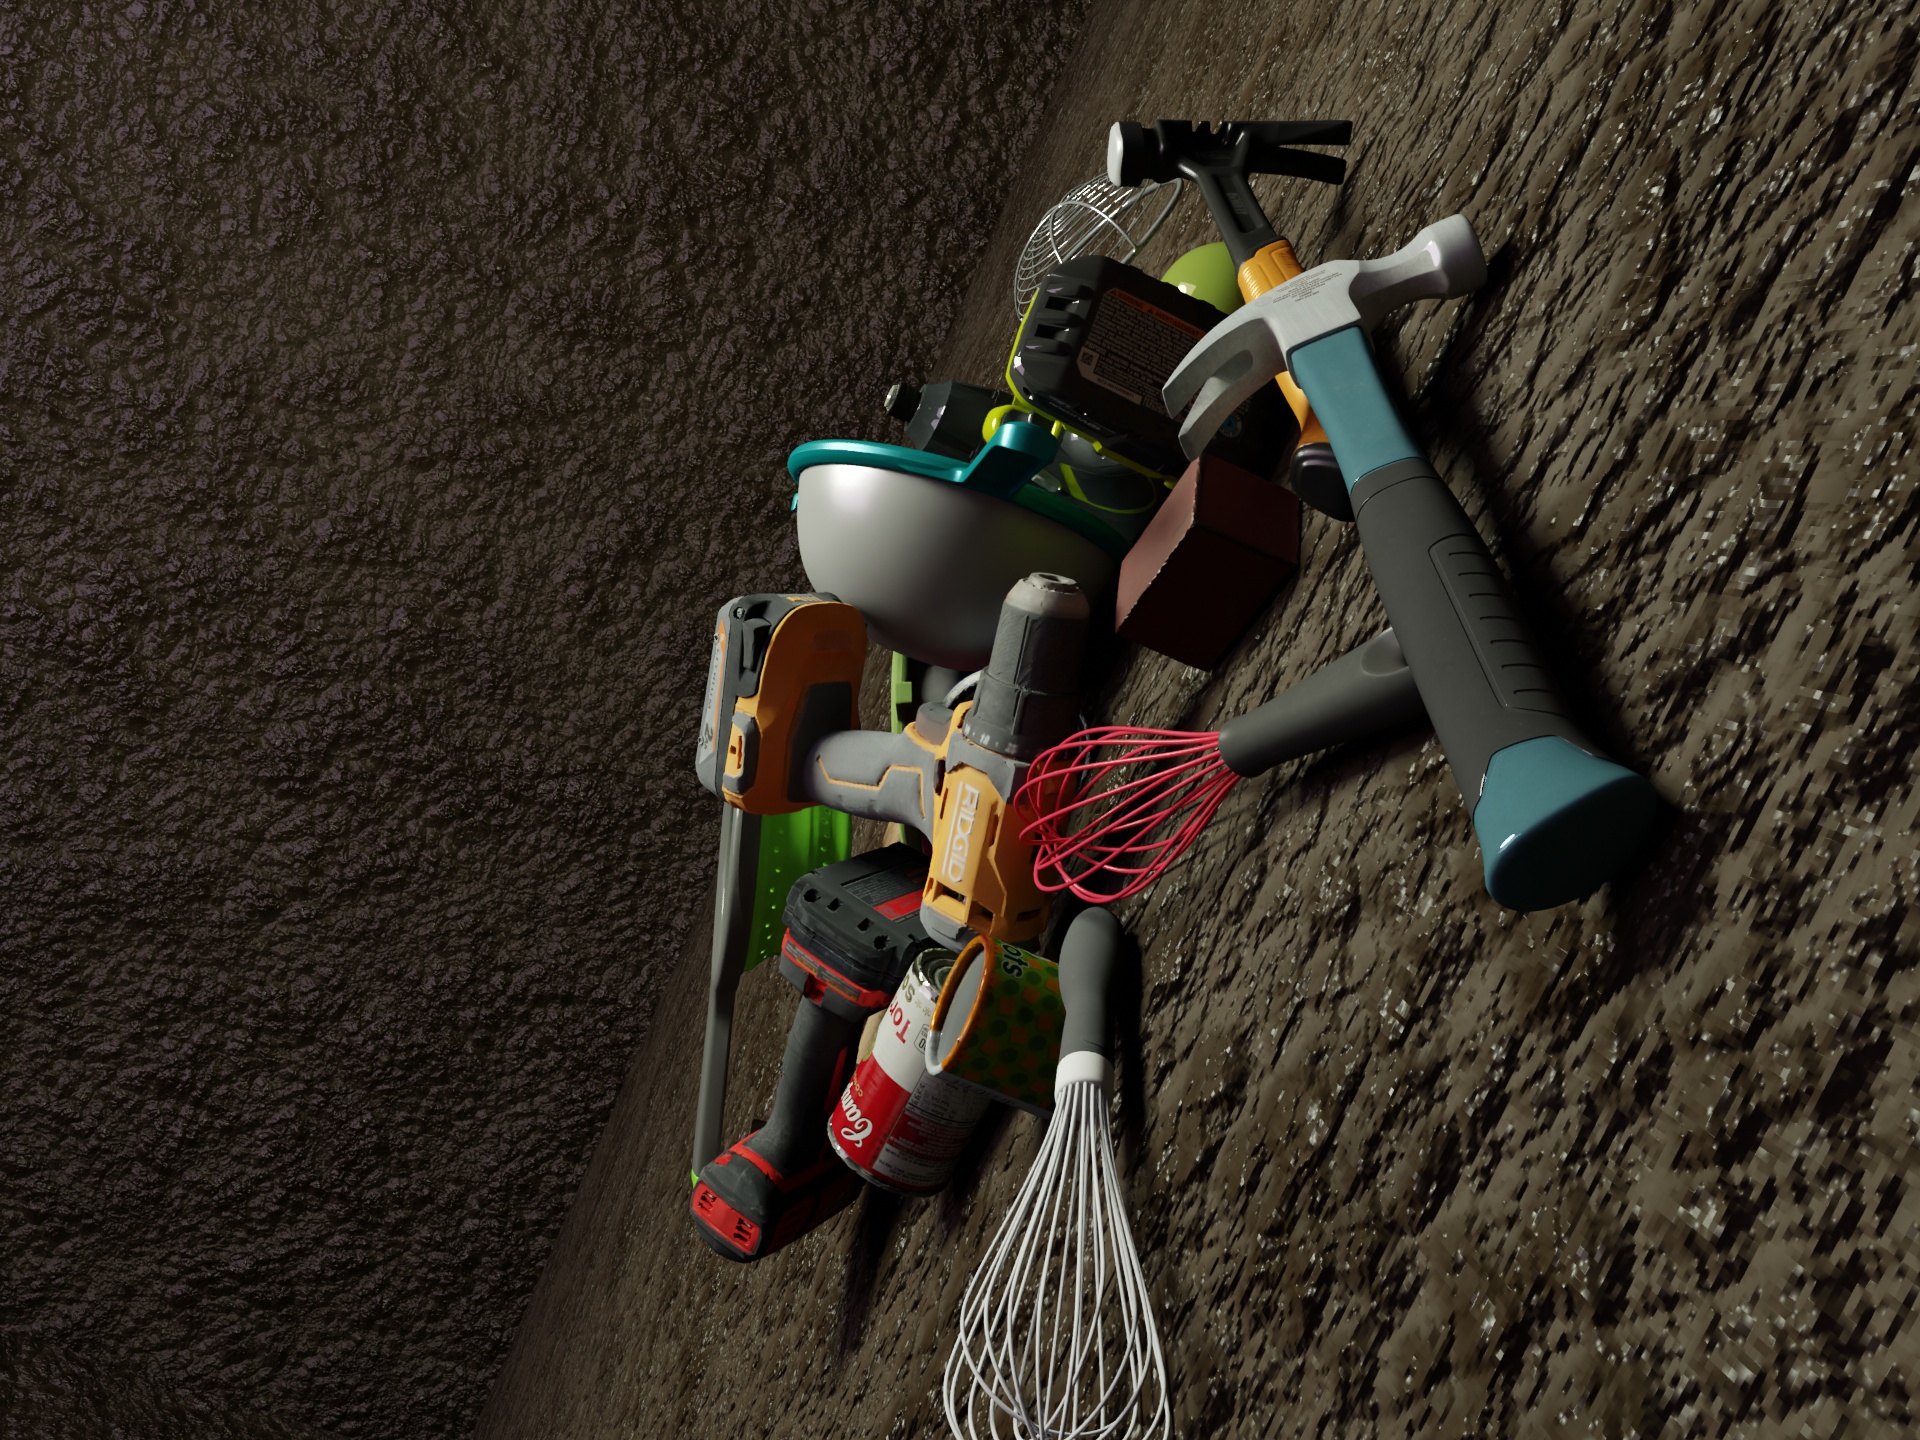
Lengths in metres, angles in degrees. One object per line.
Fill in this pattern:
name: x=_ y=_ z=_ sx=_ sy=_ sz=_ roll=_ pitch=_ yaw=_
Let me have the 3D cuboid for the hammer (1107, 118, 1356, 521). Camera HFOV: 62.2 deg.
hammer: x=0.150 y=-0.195 z=0.718 sx=0.337 sy=0.127 sz=0.034 roll=-95 pitch=5 yaw=-49

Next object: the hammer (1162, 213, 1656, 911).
hammer: x=0.141 y=-0.067 z=0.500 sx=0.128 sy=0.033 sz=0.331 roll=-20 pitch=35 yaw=14

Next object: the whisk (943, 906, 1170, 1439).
whisk: x=0.045 y=0.156 z=0.580 sx=0.070 sy=0.070 sz=0.285 roll=-61 pitch=7 yaw=29

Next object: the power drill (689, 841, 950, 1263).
power drill: x=-0.062 y=0.185 z=0.878 sx=0.143 sy=0.079 sz=0.219 roll=-13 pitch=-52 yaw=-58

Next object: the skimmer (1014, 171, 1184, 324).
skimmer: x=0.075 y=-0.197 z=1.060 sx=0.363 sy=0.090 sz=0.127 roll=95 pitch=-165 yaw=-49

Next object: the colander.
colander: x=-0.144 y=0.189 z=1.224 sx=0.204 sy=0.094 sz=0.397 roll=-152 pitch=68 yaw=-79

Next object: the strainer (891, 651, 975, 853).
strainer: x=-0.002 y=-0.003 z=1.067 sx=0.256 sy=0.069 sz=0.151 roll=-84 pitch=-10 yaw=-64

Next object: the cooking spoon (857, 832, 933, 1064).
cooking spoon: x=-0.027 y=0.127 z=0.944 sx=0.068 sy=0.017 sz=0.319 roll=-7 pitch=-59 yaw=-59

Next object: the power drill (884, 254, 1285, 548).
power drill: x=0.059 y=-0.160 z=0.852 sx=0.080 sy=0.171 sz=0.223 roll=-70 pitch=14 yaw=-11

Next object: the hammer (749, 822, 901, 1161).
hammer: x=-0.095 y=0.214 z=1.201 sx=0.130 sy=0.031 sz=0.331 roll=159 pitch=134 yaw=-75

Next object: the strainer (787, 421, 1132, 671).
strainer: x=-0.002 y=-0.085 z=0.868 sx=0.340 sy=0.211 sz=0.095 roll=167 pitch=121 yaw=-82

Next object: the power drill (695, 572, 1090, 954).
power drill: x=-0.031 y=-0.004 z=0.807 sx=0.226 sy=0.084 sz=0.185 roll=25 pitch=111 yaw=39

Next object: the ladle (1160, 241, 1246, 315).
ladle: x=0.129 y=-0.226 z=1.020 sx=0.320 sy=0.062 sz=0.078 roll=147 pitch=143 yaw=-84

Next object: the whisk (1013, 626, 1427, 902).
whisk: x=0.097 y=0.015 z=0.604 sx=0.296 sy=0.073 sz=0.073 roll=-34 pitch=34 yaw=60
